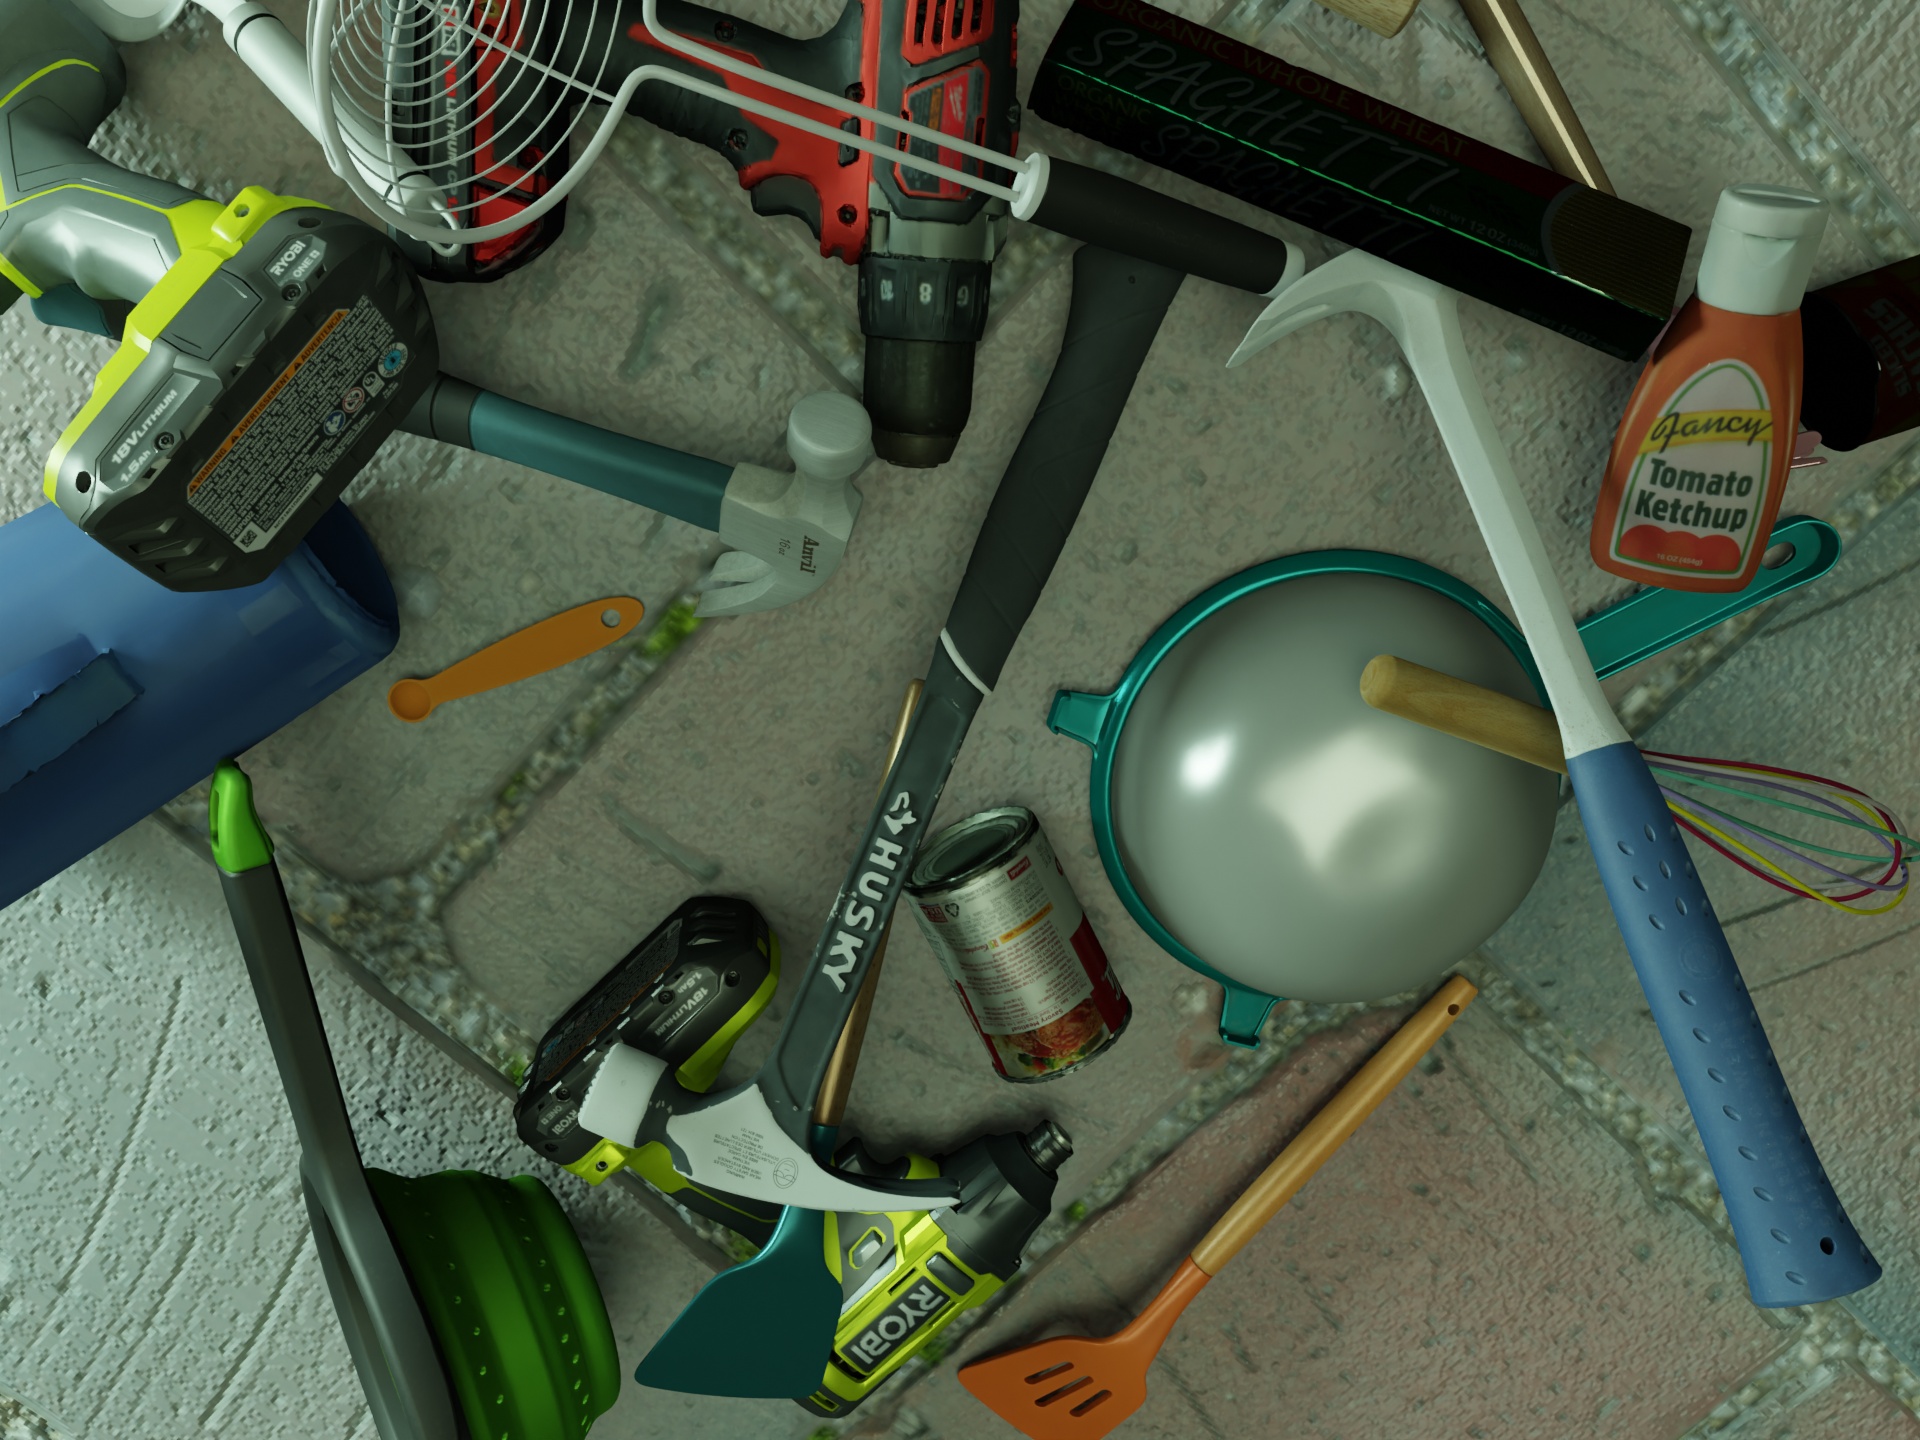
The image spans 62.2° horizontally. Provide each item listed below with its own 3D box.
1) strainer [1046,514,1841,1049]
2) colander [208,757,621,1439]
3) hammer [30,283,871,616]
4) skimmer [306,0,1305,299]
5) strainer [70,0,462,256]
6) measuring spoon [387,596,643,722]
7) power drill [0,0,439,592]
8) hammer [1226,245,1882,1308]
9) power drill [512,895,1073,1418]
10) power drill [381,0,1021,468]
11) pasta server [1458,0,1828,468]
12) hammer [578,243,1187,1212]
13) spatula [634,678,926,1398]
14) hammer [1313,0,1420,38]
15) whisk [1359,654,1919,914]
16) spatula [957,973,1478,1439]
[{"bbox_3d":[0.220,0.010,0.661,0.340,0.095,0.211,-28,106,7],"label":"strainer"},{"bbox_3d":[-0.222,0.193,0.674,0.094,0.205,0.397,-18,113,-29],"label":"colander"},{"bbox_3d":[-0.198,-0.121,0.613,0.331,0.033,0.128,18,148,1],"label":"hammer"},{"bbox_3d":[-0.019,-0.182,0.519,0.363,0.090,0.127,9,121,-28],"label":"skimmer"},{"bbox_3d":[-0.250,-0.243,0.556,0.258,0.050,0.087,46,119,16],"label":"strainer"},{"bbox_3d":[-0.190,-0.028,0.681,0.117,0.011,0.021,-22,107,1],"label":"measuring spoon"},{"bbox_3d":[-0.316,-0.142,0.542,0.228,0.080,0.190,32,77,14],"label":"power drill"},{"bbox_3d":[0.221,0.002,0.574,0.144,0.035,0.406,-13,76,-14],"label":"hammer"},{"bbox_3d":[-0.071,0.191,0.717,0.171,0.080,0.223,-43,107,5],"label":"power drill"},{"bbox_3d":[-0.091,-0.195,0.600,0.226,0.080,0.187,3,107,-6],"label":"power drill"},{"bbox_3d":[0.246,-0.225,0.621,0.040,0.060,0.316,-30,102,24],"label":"pasta server"},{"bbox_3d":[-0.001,-0.002,0.624,0.149,0.036,0.409,23,88,-1],"label":"hammer"},{"bbox_3d":[-0.056,0.137,0.659,0.082,0.044,0.317,14,90,-21],"label":"spatula"},{"bbox_3d":[0.017,-0.326,0.574,0.331,0.031,0.130,20,115,-8],"label":"hammer"},{"bbox_3d":[0.267,0.024,0.616,0.245,0.051,0.047,18,90,-10],"label":"whisk"},{"bbox_3d":[0.130,0.239,0.766,0.081,0.041,0.322,39,97,-12],"label":"spatula"}]
